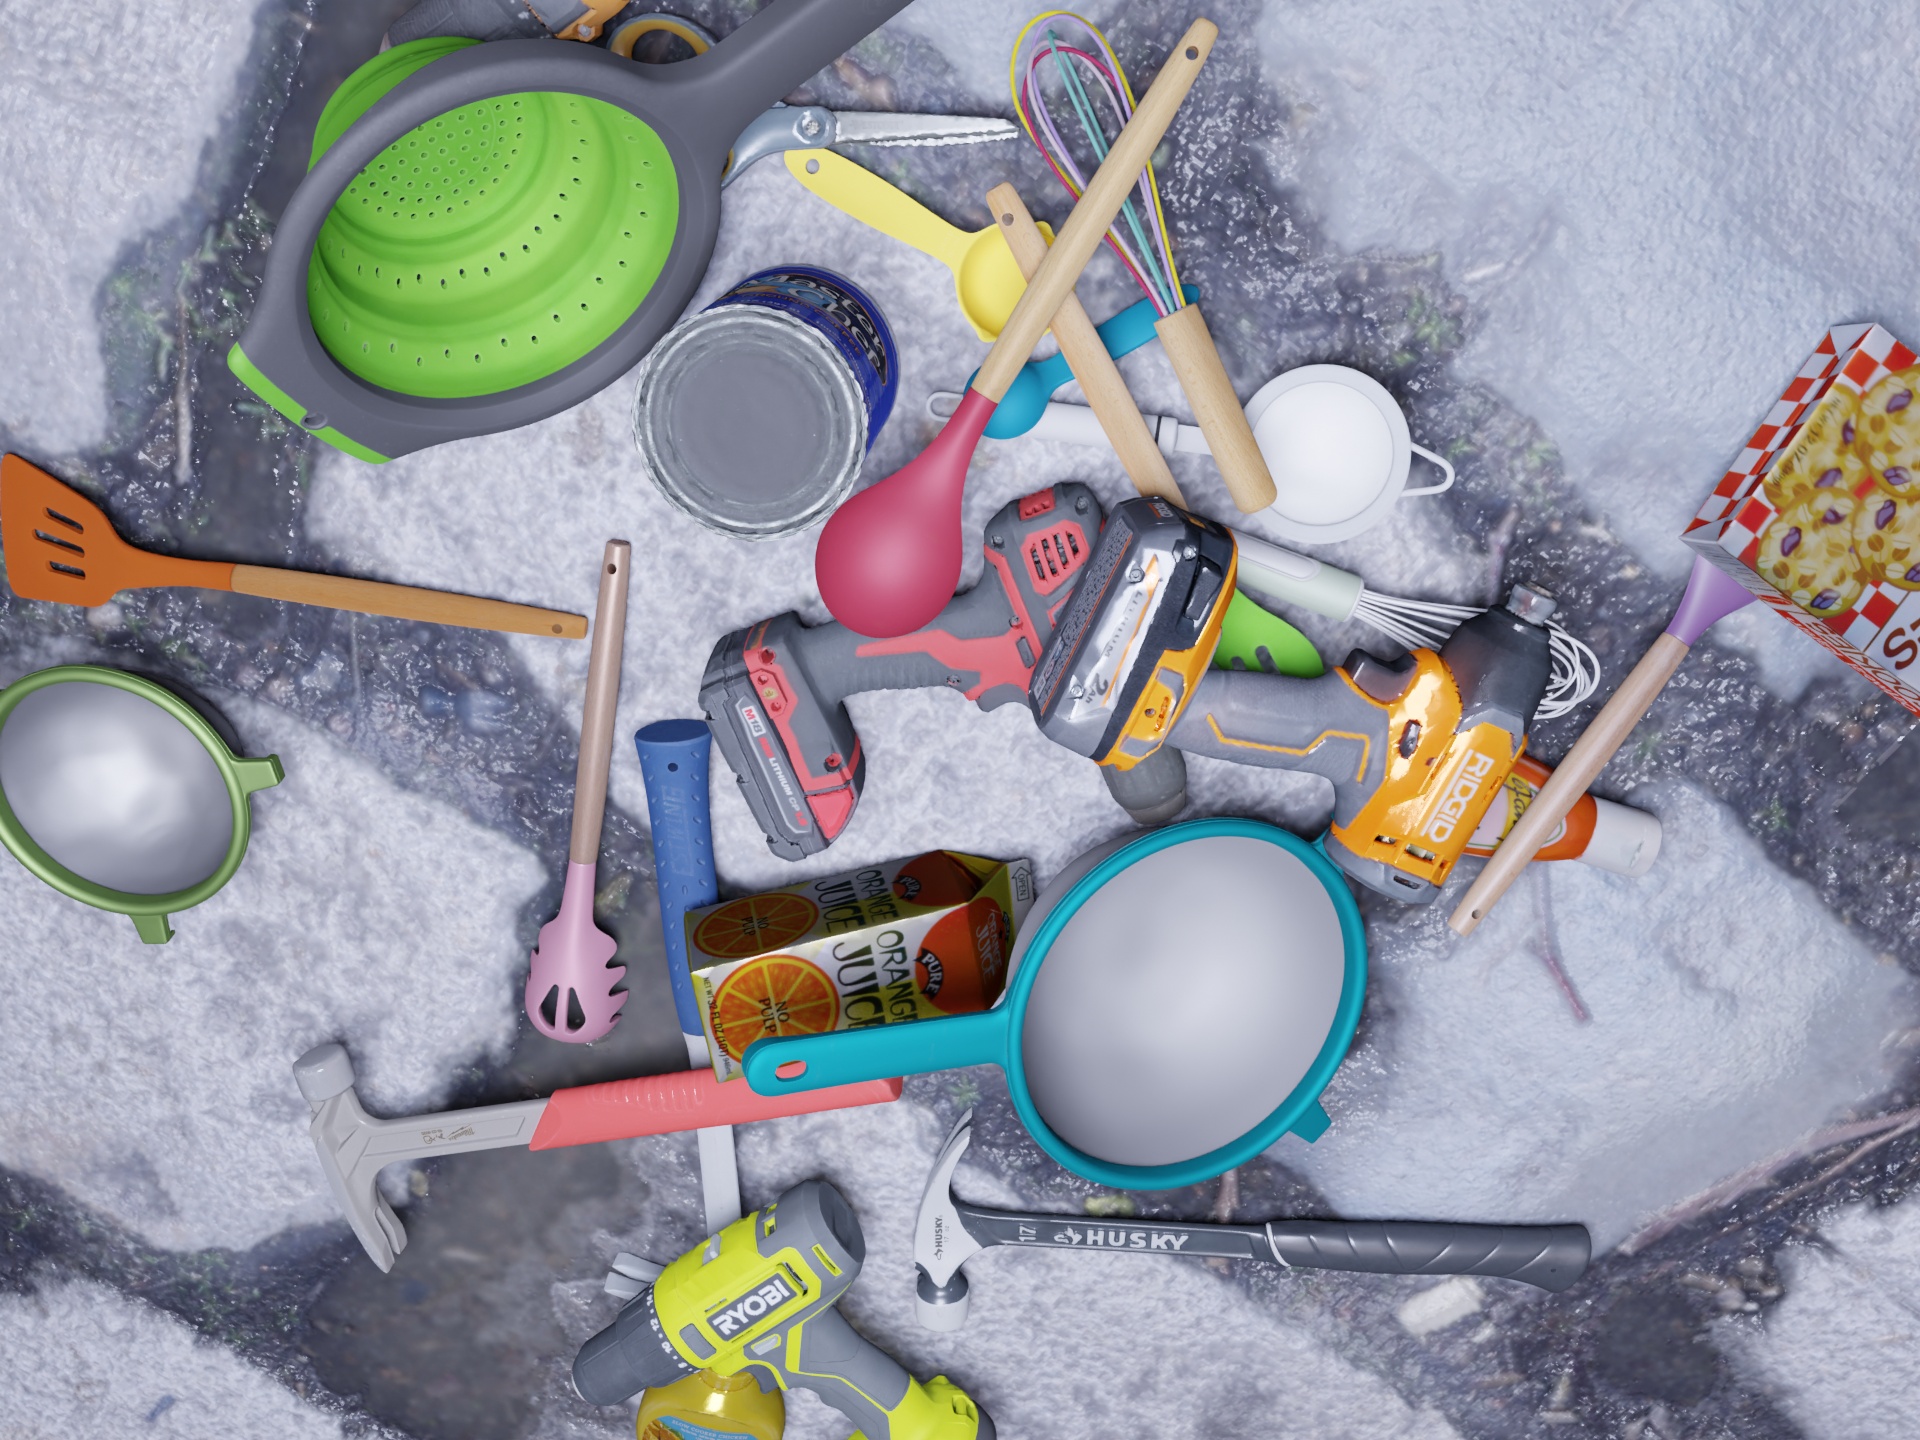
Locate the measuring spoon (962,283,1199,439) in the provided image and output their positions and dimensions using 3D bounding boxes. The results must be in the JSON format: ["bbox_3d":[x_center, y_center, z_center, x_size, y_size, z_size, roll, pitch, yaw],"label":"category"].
[{"bbox_3d":[0.058,-0.181,0.770,0.128,0.021,0.042,-29,70,4],"label":"measuring spoon"}]

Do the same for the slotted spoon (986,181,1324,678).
[{"bbox_3d":[0.092,-0.115,0.770,0.070,0.031,0.313,-21,113,27],"label":"slotted spoon"}]

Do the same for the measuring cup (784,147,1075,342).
[{"bbox_3d":[-0.015,-0.236,0.768,0.156,0.029,0.062,31,107,4],"label":"measuring cup"}]

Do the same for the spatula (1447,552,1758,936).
[{"bbox_3d":[0.347,-0.018,0.803,0.059,0.018,0.316,33,99,-11],"label":"spatula"}]

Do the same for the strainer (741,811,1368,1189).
[{"bbox_3d":[0.046,0.143,0.841,0.340,0.095,0.211,-5,109,-19],"label":"strainer"}]

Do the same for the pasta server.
[{"bbox_3d":[-0.208,0.050,0.896,0.060,0.040,0.316,11,109,0],"label":"pasta server"}]

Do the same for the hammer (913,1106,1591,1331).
[{"bbox_3d":[0.175,0.314,0.974,0.409,0.036,0.149,2,112,3],"label":"hammer"}]

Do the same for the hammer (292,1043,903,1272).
[{"bbox_3d":[-0.206,0.236,0.927,0.359,0.037,0.149,-10,110,12],"label":"hammer"}]

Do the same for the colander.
[{"bbox_3d":[-0.150,-0.276,0.698,0.397,0.204,0.095,-35,68,4],"label":"colander"}]

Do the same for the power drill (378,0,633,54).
[{"bbox_3d":[-0.225,-0.398,0.684,0.185,0.084,0.226,-29,112,16],"label":"power drill"}]

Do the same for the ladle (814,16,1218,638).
[{"bbox_3d":[0.026,-0.169,0.721,0.069,0.031,0.315,30,106,-7],"label":"ladle"}]

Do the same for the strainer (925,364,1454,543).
[{"bbox_3d":[0.110,-0.141,0.786,0.258,0.050,0.086,9,108,6],"label":"strainer"}]

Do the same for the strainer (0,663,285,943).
[{"bbox_3d":[-0.494,-0.003,0.868,0.256,0.069,0.151,38,112,-11],"label":"strainer"}]

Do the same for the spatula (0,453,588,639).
[{"bbox_3d":[-0.361,-0.077,0.855,0.322,0.041,0.081,8,113,-4],"label":"spatula"}]

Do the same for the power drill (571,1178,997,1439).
[{"bbox_3d":[-0.103,0.409,0.965,0.190,0.080,0.228,-34,106,7],"label":"power drill"}]

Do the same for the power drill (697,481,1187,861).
[{"bbox_3d":[-0.001,-0.003,0.834,0.226,0.080,0.187,-21,110,9],"label":"power drill"}]

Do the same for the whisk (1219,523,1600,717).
[{"bbox_3d":[0.207,-0.059,0.811,0.246,0.058,0.059,21,143,0],"label":"whisk"}]

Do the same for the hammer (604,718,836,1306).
[{"bbox_3d":[-0.157,0.193,0.944,0.144,0.035,0.405,0,112,4],"label":"hammer"}]

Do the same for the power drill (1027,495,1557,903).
[{"bbox_3d":[0.165,-0.022,0.751,0.226,0.084,0.164,22,108,-12],"label":"power drill"}]

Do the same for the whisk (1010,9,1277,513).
[{"bbox_3d":[0.087,-0.208,0.738,0.047,0.051,0.245,-25,101,6],"label":"whisk"}]
